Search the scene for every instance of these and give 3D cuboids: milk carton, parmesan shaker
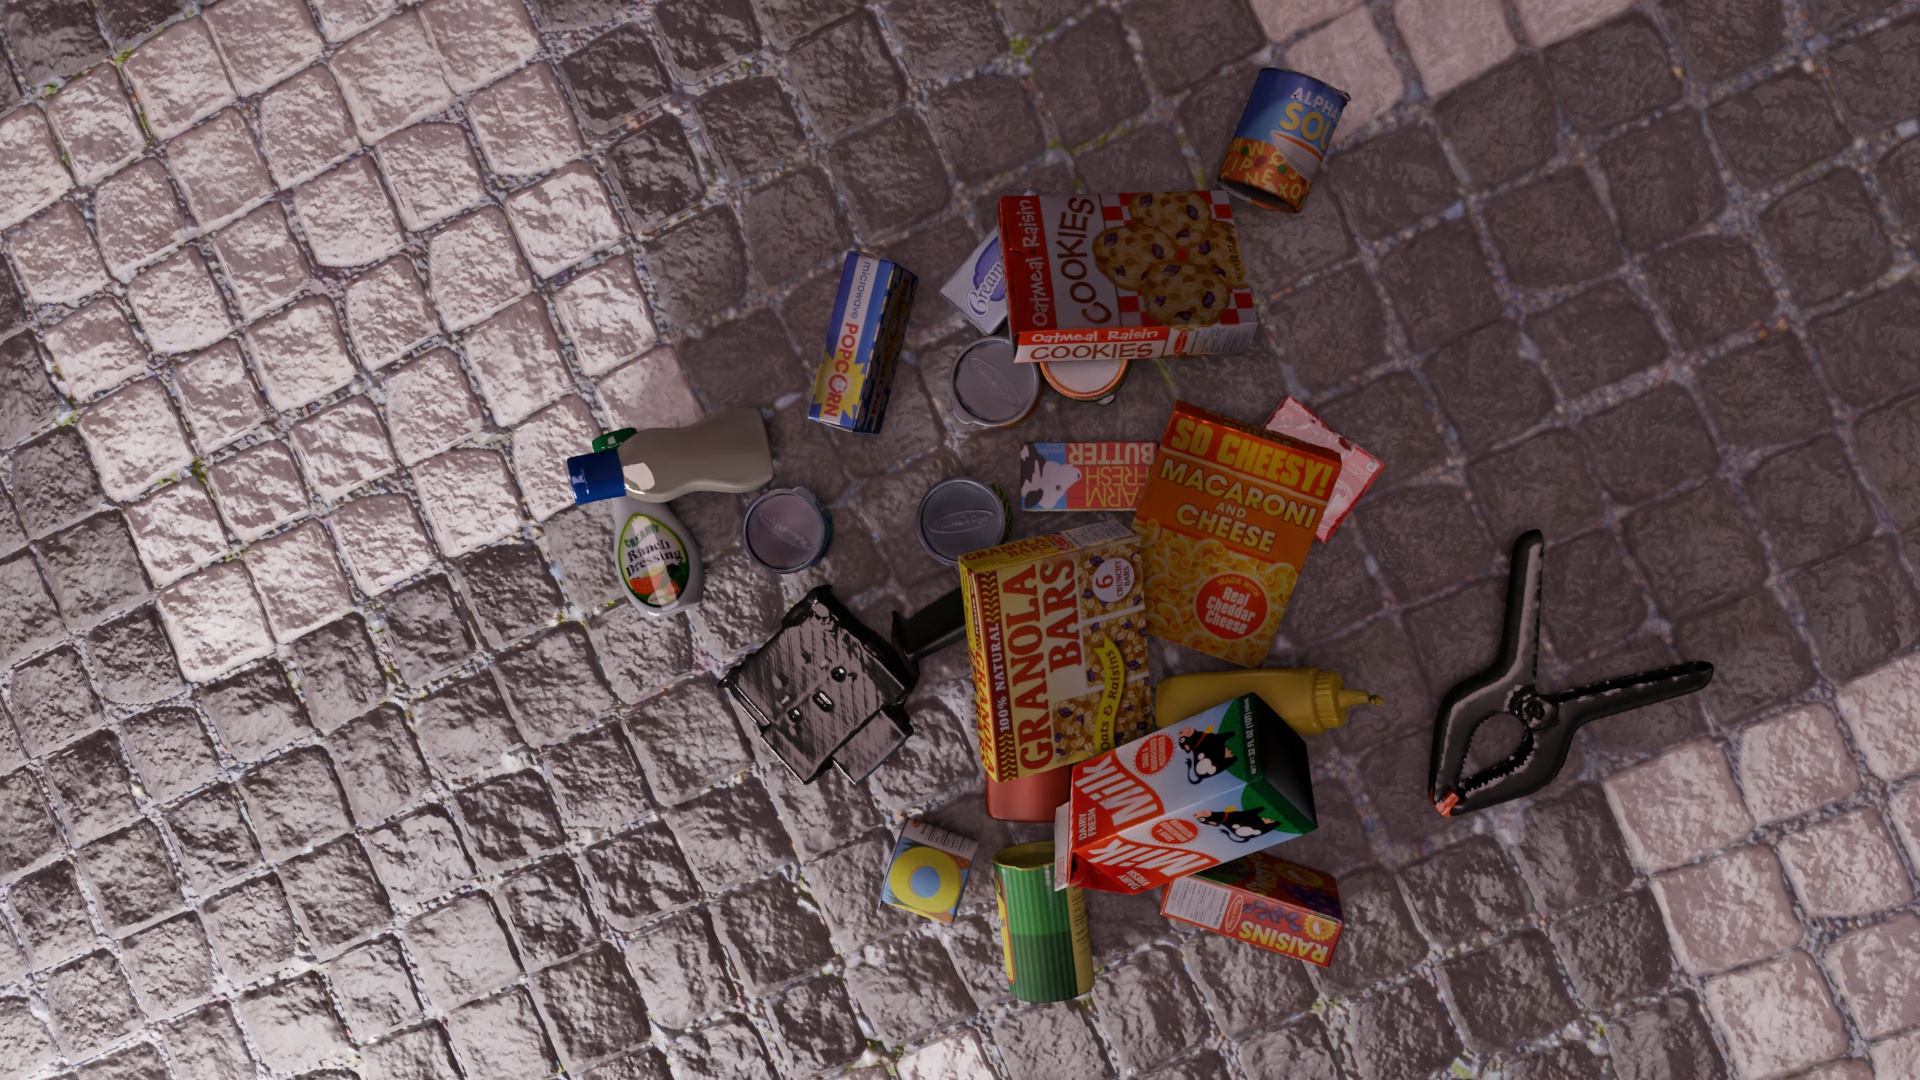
[{"bbox_3d":[0.141,0.183,0.958,0.190,0.073,0.073,-28,126,29],"label":"milk carton"},{"bbox_3d":[0.061,0.284,1.036,0.071,0.071,0.103,-6,92,8],"label":"parmesan shaker"}]

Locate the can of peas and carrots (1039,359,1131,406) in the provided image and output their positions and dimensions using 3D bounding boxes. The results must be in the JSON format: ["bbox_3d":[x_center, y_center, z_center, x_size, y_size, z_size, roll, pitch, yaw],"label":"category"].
[{"bbox_3d":[0.093,-0.133,1.020,0.071,0.059,0.071,0,93,8],"label":"can of peas and carrots"}]

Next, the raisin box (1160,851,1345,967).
[{"bbox_3d":[0.210,0.256,1.006,0.123,0.086,0.040,17,101,7],"label":"raisin box"}]

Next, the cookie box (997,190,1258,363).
[{"bbox_3d":[0.114,-0.188,0.979,0.168,0.040,0.123,-3,61,-5],"label":"cookie box"}]

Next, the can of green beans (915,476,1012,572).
[{"bbox_3d":[0.004,-0.015,1.038,0.071,0.058,0.071,0,93,8],"label":"can of green beans"}]

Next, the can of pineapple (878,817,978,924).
[{"bbox_3d":[-0.024,0.251,1.049,0.058,0.071,0.071,17,95,7],"label":"can of pineapple"}]

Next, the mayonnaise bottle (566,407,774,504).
[{"bbox_3d":[-0.219,-0.059,1.049,0.148,0.041,0.065,-12,84,-14],"label":"mayonnaise bottle"}]

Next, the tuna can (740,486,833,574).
[{"bbox_3d":[-0.131,-0.010,1.069,0.071,0.033,0.071,0,93,8],"label":"tuna can"}]

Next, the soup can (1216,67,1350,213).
[{"bbox_3d":[0.230,-0.283,0.989,0.071,0.071,0.083,22,96,6],"label":"soup can"}]

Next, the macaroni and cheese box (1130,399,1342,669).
[{"bbox_3d":[0.186,-0.004,0.999,0.124,0.040,0.165,19,111,5],"label":"macaroni and cheese box"}]

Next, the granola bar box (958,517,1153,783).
[{"bbox_3d":[0.069,0.079,0.979,0.124,0.039,0.164,-13,112,-16],"label":"granola bar box"}]

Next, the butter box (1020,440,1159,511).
[{"bbox_3d":[0.097,-0.048,1.041,0.103,0.024,0.053,0,93,8],"label":"butter box"}]

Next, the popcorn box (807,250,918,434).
[{"bbox_3d":[-0.071,-0.145,1.029,0.038,0.085,0.126,15,95,8],"label":"popcorn box"}]

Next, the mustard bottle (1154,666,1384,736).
[{"bbox_3d":[0.221,0.115,0.987,0.160,0.065,0.049,-8,71,29],"label":"mustard bottle"}]

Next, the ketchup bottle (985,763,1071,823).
[{"bbox_3d":[0.052,0.135,1.044,0.065,0.043,0.148,2,92,1],"label":"ketchup bottle"}]

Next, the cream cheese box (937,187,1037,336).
[{"bbox_3d":[0.037,-0.207,1.042,0.053,0.024,0.103,42,97,5],"label":"cream cheese box"}]

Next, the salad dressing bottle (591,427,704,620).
[{"bbox_3d":[-0.246,-0.013,1.079,0.064,0.044,0.147,-20,88,1],"label":"salad dressing bottle"}]

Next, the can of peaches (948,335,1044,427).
[{"bbox_3d":[0.026,-0.115,1.031,0.071,0.058,0.071,0,93,8],"label":"can of peaches"}]
